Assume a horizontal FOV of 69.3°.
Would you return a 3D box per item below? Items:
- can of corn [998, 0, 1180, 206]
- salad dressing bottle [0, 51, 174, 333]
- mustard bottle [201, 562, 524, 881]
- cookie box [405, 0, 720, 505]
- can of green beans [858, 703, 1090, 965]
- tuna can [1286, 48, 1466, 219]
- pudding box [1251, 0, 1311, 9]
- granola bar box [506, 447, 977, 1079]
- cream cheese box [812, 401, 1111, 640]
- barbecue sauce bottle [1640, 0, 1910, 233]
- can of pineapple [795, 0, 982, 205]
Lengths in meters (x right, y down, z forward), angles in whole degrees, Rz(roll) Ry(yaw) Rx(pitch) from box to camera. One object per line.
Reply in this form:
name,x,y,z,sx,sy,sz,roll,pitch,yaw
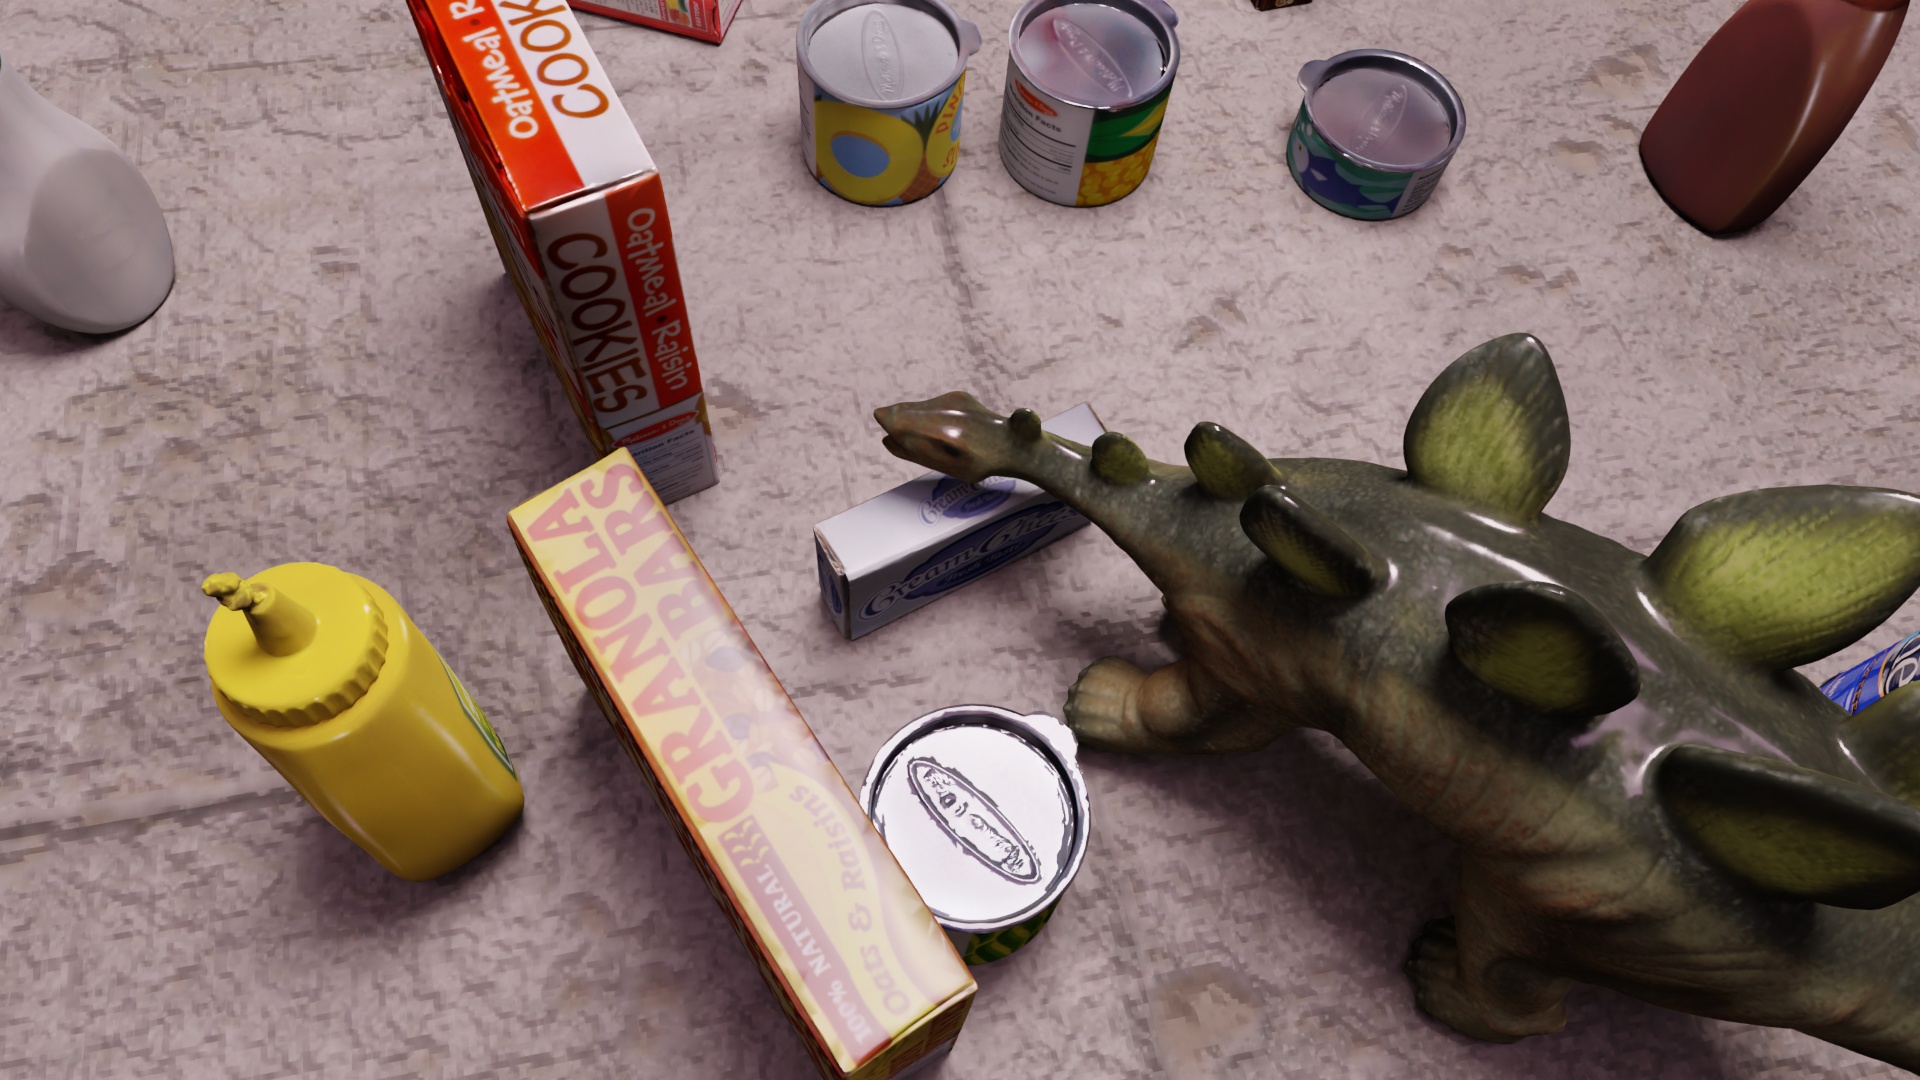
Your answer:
can of corn,0.052,-0.179,0.558,0.071,0.058,0.071,2,63,-3
salad dressing bottle,-0.313,-0.127,0.455,0.044,0.147,0.064,21,64,6
mustard bottle,-0.161,0.045,0.371,0.049,0.159,0.065,-36,71,-19
cookie box,-0.126,-0.099,0.443,0.040,0.166,0.123,-24,67,-15
can of green beans,0.002,0.090,0.417,0.071,0.057,0.071,2,63,-3
tuna can,0.169,-0.169,0.575,0.071,0.032,0.071,2,63,-3
pudding box,0.138,-0.288,0.624,0.030,0.049,0.084,-12,65,-10
granola bar box,-0.061,0.073,0.384,0.039,0.123,0.166,-30,69,-17
cream cheese box,0.002,-0.006,0.469,0.104,0.053,0.024,-25,68,-16
barbecue sauce bottle,0.321,-0.186,0.530,0.044,0.148,0.065,-18,66,-13
can of pineapple,-0.029,-0.176,0.550,0.071,0.057,0.071,2,63,-3
